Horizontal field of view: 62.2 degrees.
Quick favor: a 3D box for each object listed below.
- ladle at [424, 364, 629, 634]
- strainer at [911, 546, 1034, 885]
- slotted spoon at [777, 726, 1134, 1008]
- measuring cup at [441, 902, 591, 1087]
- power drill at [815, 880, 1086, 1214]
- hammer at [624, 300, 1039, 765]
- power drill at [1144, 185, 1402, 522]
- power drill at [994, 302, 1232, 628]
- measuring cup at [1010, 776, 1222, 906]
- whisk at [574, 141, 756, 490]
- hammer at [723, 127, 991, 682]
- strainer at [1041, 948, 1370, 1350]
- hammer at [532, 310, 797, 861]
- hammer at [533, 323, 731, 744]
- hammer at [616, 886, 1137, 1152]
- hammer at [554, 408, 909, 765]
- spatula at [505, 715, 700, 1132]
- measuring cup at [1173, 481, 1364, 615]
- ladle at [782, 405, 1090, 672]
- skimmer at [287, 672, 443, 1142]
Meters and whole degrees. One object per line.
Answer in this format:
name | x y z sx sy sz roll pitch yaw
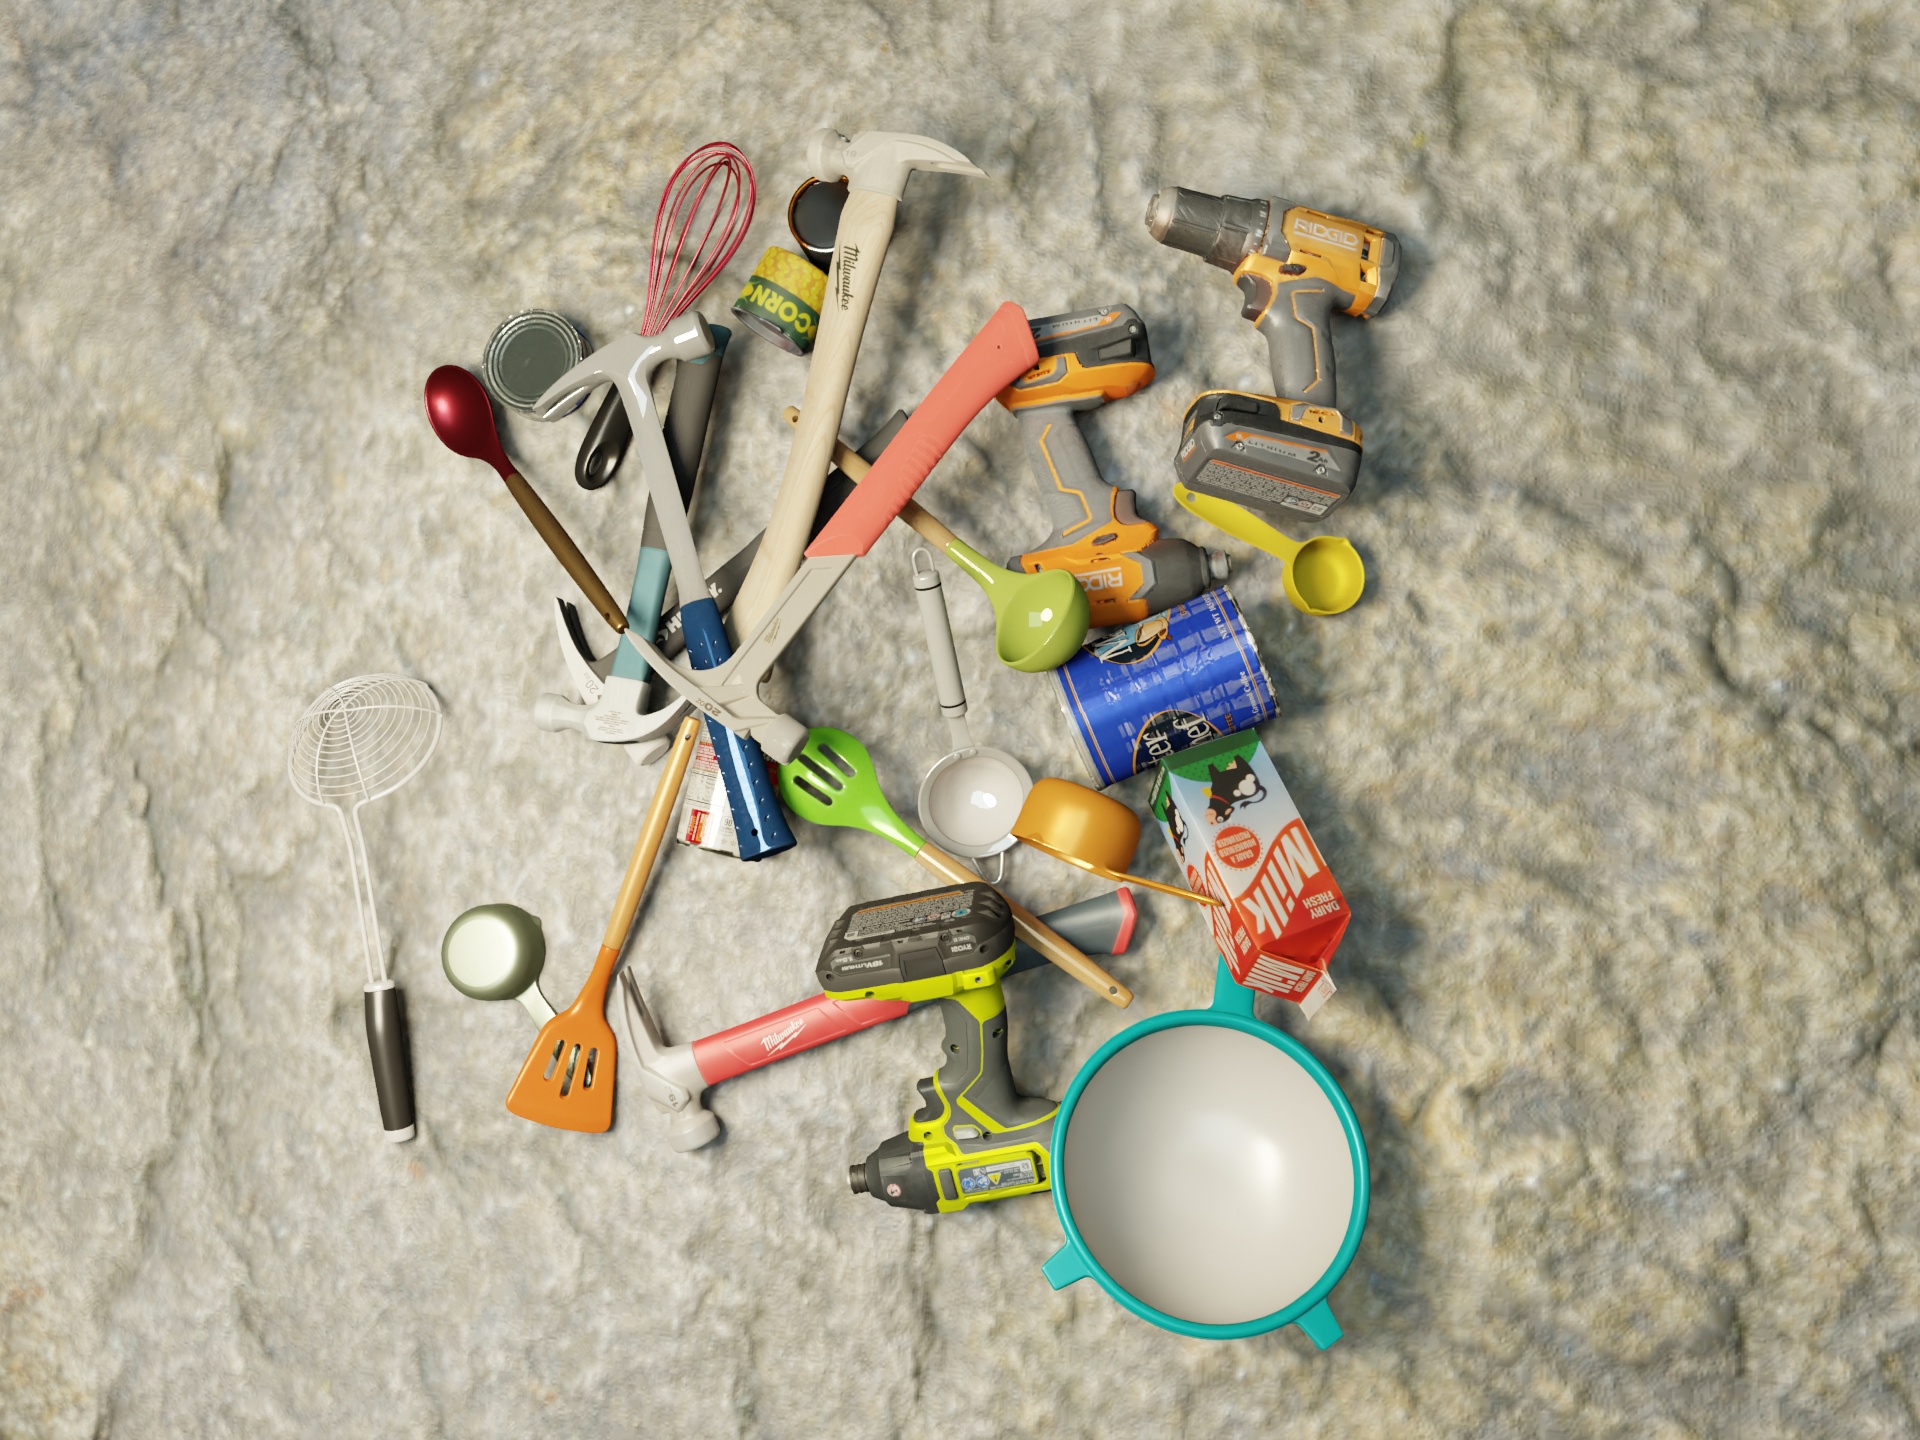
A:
ladle | -0.336 -0.172 1.236 0.316 0.031 0.069 49 124 28
strainer | -0.002 -0.004 1.146 0.087 0.050 0.258 -13 113 -2
slotted spoon | -0.006 0.106 1.137 0.314 0.031 0.070 36 86 11
measuring cup | -0.338 0.214 1.223 0.083 0.038 0.168 -39 76 4
power drill | -0.017 0.237 1.111 0.171 0.080 0.223 -12 106 8
hammer | -0.073 -0.151 1.120 0.149 0.036 0.359 37 87 10
power drill | 0.208 -0.271 1.126 0.185 0.084 0.226 15 72 -7
power drill | 0.106 -0.182 1.171 0.164 0.084 0.226 -8 86 9
measuring cup | 0.116 0.084 1.110 0.174 0.095 0.052 15 79 40
whisk | -0.241 -0.320 1.264 0.073 0.073 0.296 25 93 12
hammer | -0.095 -0.226 1.168 0.146 0.038 0.410 18 95 30
strainer | 0.176 0.254 1.108 0.211 0.095 0.341 11 64 4
hammer | -0.201 -0.094 1.165 0.144 0.035 0.406 -19 79 10
hammer | -0.230 -0.143 1.214 0.128 0.033 0.331 11 86 11
hammer | -0.059 0.187 1.165 0.386 0.038 0.143 -21 93 6
hammer | -0.166 -0.124 1.236 0.335 0.035 0.146 -40 79 4
spatula | -0.254 0.151 1.200 0.081 0.041 0.322 19 94 -18
measuring cup | 0.218 -0.127 1.146 0.156 0.029 0.062 29 79 -5
ladle | -0.029 -0.144 1.152 0.320 0.062 0.078 42 99 24
skimmer | -0.455 0.144 1.260 0.127 0.090 0.363 -7 92 7
